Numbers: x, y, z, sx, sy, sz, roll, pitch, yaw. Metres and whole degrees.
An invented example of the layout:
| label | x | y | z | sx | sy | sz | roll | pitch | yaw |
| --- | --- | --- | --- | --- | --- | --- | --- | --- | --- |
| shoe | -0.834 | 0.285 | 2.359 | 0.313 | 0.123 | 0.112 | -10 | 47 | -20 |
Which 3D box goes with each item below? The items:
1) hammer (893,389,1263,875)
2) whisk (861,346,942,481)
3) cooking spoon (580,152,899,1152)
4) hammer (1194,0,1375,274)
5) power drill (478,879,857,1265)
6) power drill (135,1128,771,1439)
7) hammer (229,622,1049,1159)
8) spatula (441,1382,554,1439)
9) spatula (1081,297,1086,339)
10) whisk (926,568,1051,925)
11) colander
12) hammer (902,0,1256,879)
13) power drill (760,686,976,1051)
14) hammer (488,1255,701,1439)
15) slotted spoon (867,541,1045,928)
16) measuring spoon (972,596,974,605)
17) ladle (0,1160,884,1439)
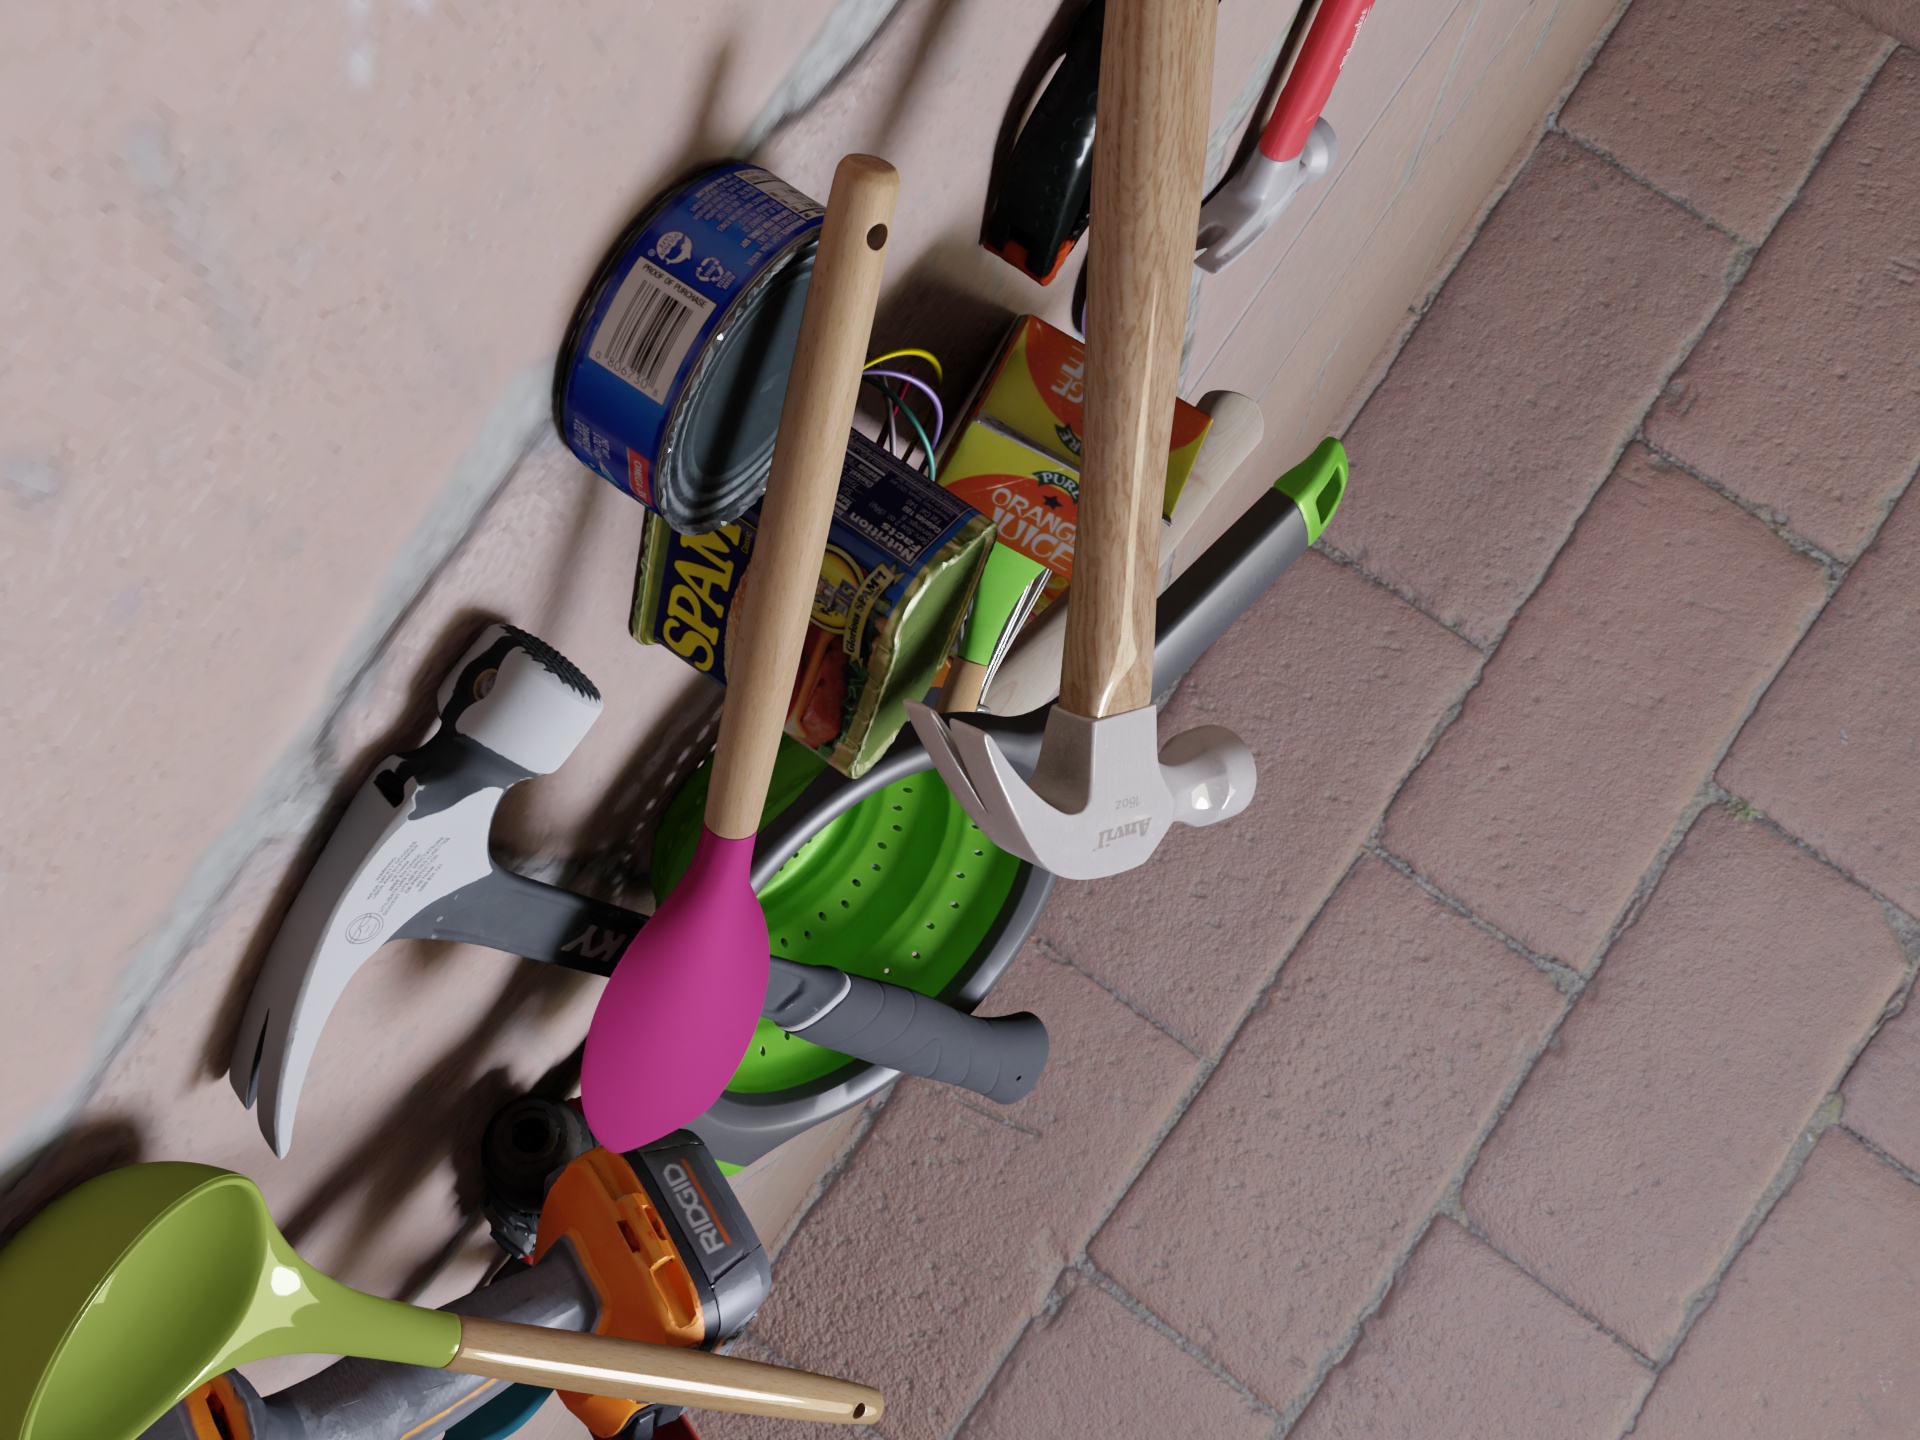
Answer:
| label | x | y | z | sx | sy | sz | roll | pitch | yaw |
| --- | --- | --- | --- | --- | --- | --- | --- | --- | --- |
| hammer | 0.085 | -0.066 | 0.918 | 0.038 | 0.146 | 0.411 | -8 | -149 | 44 |
| whisk | -0.040 | -0.060 | 0.580 | 0.047 | 0.051 | 0.244 | -58 | 176 | -24 |
| cooking spoon | -0.057 | 0.008 | 0.426 | 0.068 | 0.017 | 0.318 | -18 | 137 | -41 |
| hammer | 0.194 | -0.374 | 0.704 | 0.143 | 0.038 | 0.386 | -48 | 168 | -35 |
| power drill | -0.134 | 0.150 | 0.741 | 0.227 | 0.080 | 0.187 | -48 | 169 | -26 |
| power drill | -0.191 | 0.238 | 0.546 | 0.226 | 0.084 | 0.164 | -15 | 147 | -38 |
| hammer | -0.065 | 0.100 | 0.560 | 0.149 | 0.036 | 0.408 | -52 | 147 | 2 |
| spatula | -0.265 | 0.311 | 0.624 | 0.082 | 0.044 | 0.317 | -10 | -177 | 34 |
| spatula | 0.073 | -0.177 | 0.832 | 0.060 | 0.018 | 0.315 | -51 | 170 | -13 |
| whisk | 0.006 | -0.015 | 0.758 | 0.057 | 0.059 | 0.246 | 13 | 91 | -38 |
| colander | -0.001 | 0.008 | 0.663 | 0.397 | 0.095 | 0.204 | -44 | 147 | -7 |
| hammer | 0.046 | -0.113 | 0.425 | 0.130 | 0.031 | 0.331 | -15 | 115 | -43 |
| power drill | -0.063 | 0.101 | 0.934 | 0.185 | 0.084 | 0.226 | -48 | 173 | -35 |
| hammer | -0.153 | 0.290 | 0.721 | 0.149 | 0.036 | 0.359 | -46 | -163 | -18 |
| slotted spoon | -0.001 | -0.002 | 0.724 | 0.314 | 0.070 | 0.031 | -71 | -159 | 7 |
| measuring spoon | 0.023 | -0.120 | 0.803 | 0.128 | 0.021 | 0.042 | -67 | 168 | 10 |
| ladle | -0.123 | 0.191 | 0.465 | 0.319 | 0.062 | 0.078 | 33 | 79 | -43 |
